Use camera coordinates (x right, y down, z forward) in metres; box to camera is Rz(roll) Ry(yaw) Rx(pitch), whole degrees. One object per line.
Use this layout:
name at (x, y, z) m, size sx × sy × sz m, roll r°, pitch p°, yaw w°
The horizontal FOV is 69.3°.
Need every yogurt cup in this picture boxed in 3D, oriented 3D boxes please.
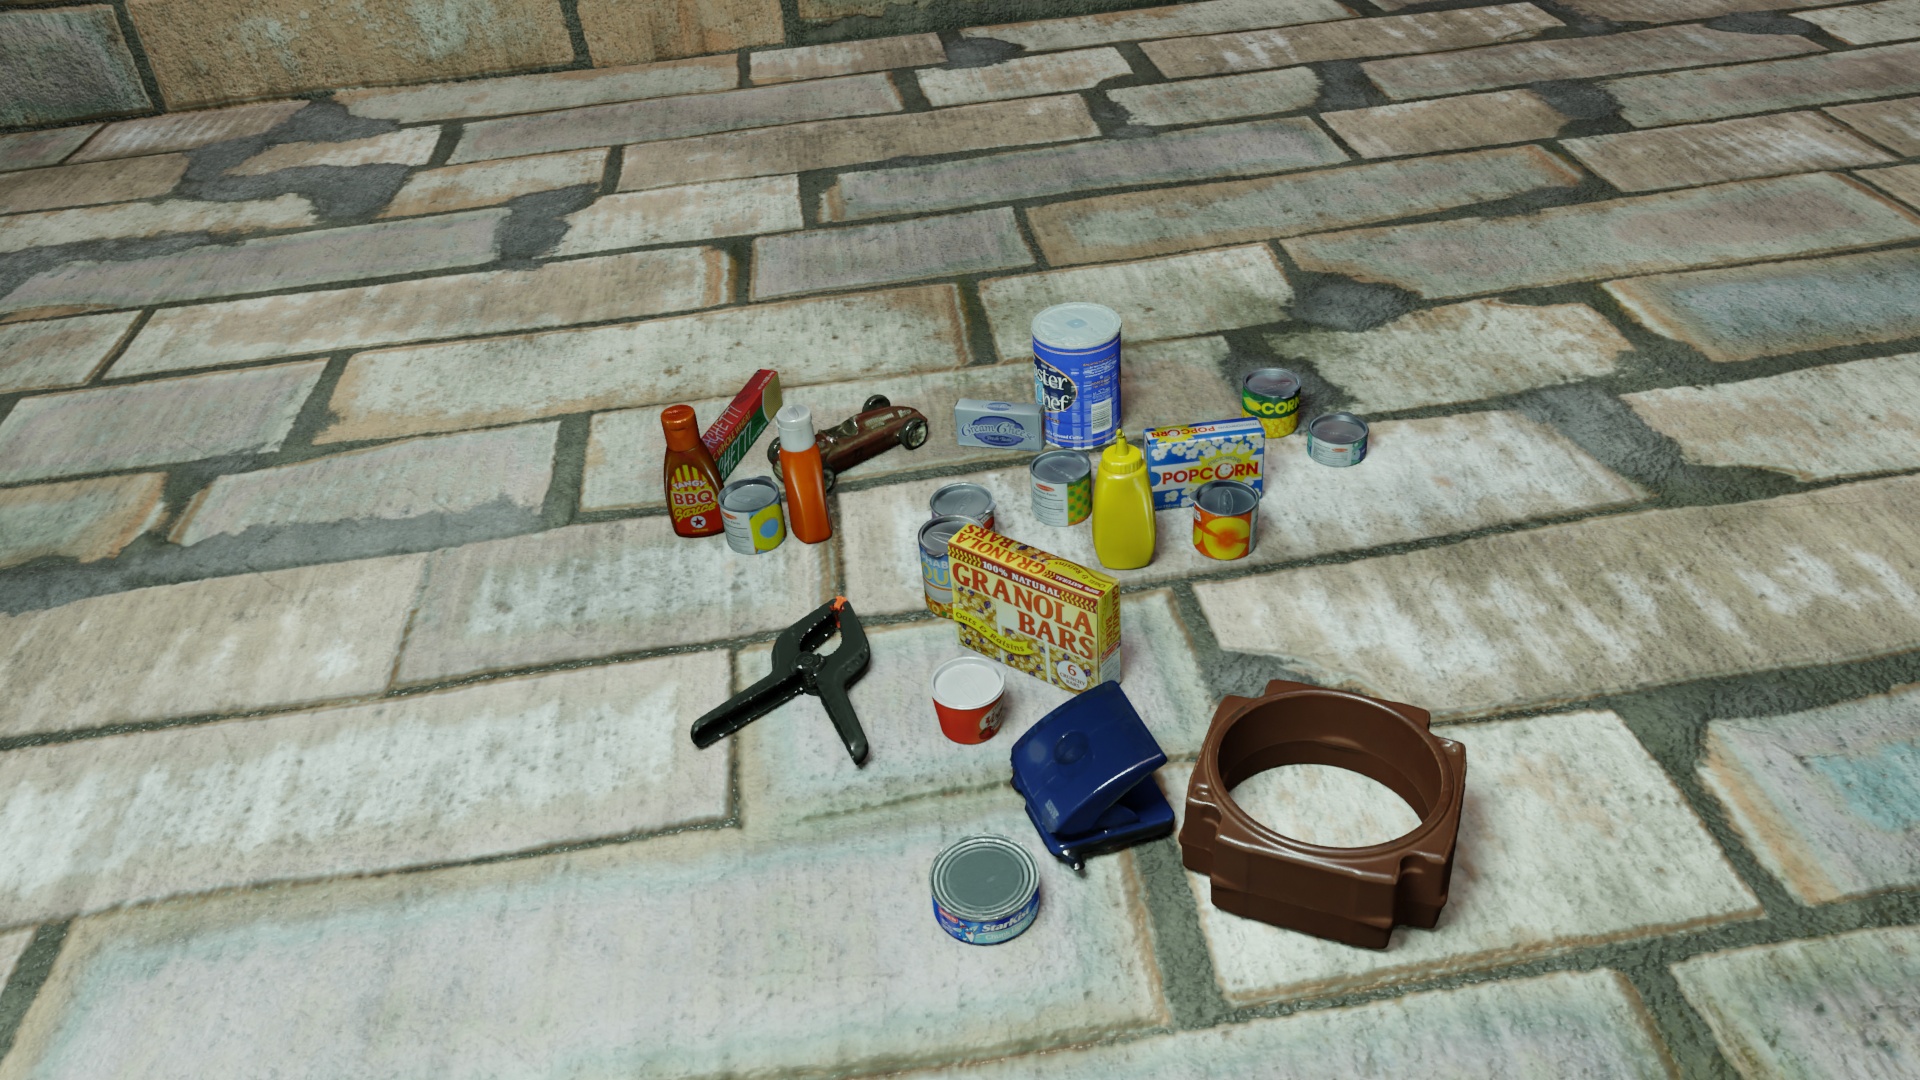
yogurt cup at (0.007, 0.144, 1.233) m, size 0.072 × 0.053 × 0.073 m, roll -3°, pitch 36°, yaw 2°

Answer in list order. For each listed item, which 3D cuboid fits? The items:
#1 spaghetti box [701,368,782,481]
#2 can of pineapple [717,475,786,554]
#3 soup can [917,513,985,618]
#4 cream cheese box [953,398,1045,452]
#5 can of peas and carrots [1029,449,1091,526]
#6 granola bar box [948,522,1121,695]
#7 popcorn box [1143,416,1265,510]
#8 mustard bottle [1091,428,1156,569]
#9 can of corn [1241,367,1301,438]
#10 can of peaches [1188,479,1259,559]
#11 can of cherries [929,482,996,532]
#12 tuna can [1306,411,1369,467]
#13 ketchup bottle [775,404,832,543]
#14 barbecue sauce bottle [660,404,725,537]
spaghetti box at (-0.272, -0.120, 1.635) m, size 0.029 × 0.050 × 0.251 m, roll 7°, pitch 37°, yaw 16°
can of pineapple at (-0.222, -0.027, 1.494) m, size 0.071 × 0.057 × 0.071 m, roll -3°, pitch 36°, yaw 2°
soup can at (-0.008, 0.027, 1.370) m, size 0.071 × 0.083 × 0.072 m, roll -3°, pitch 36°, yaw 3°
cream cheese box at (0.046, -0.134, 1.613) m, size 0.104 × 0.053 × 0.024 m, roll 6°, pitch 37°, yaw 15°
can of peas and carrots at (0.110, -0.058, 1.495) m, size 0.071 × 0.058 × 0.071 m, roll -3°, pitch 36°, yaw 2°
granola bar box at (0.067, 0.066, 1.273) m, size 0.166 × 0.123 × 0.039 m, roll 21°, pitch 43°, yaw 31°
popcorn box at (0.260, -0.082, 1.488) m, size 0.127 × 0.084 × 0.038 m, roll -7°, pitch 36°, yaw -2°
mustard bottle at (0.163, -0.045, 1.385) m, size 0.065 × 0.159 × 0.049 m, roll -2°, pitch 36°, yaw 5°
can of corn at (0.359, -0.157, 1.603) m, size 0.071 × 0.058 × 0.071 m, roll -3°, pitch 36°, yaw 2°
can of peaches at (0.269, -0.021, 1.426) m, size 0.071 × 0.057 × 0.071 m, roll -3°, pitch 36°, yaw 2°
can of cherries at (0.005, -0.018, 1.453) m, size 0.071 × 0.058 × 0.072 m, roll -3°, pitch 36°, yaw 2°
tuna can at (0.423, -0.114, 1.557) m, size 0.071 × 0.032 × 0.071 m, roll -3°, pitch 36°, yaw 2°
ketchup bottle at (-0.167, -0.072, 1.472) m, size 0.043 × 0.148 × 0.065 m, roll -15°, pitch 37°, yaw -14°
barbecue sauce bottle at (-0.290, -0.074, 1.490) m, size 0.065 × 0.147 × 0.044 m, roll -6°, pitch 36°, yaw -1°
